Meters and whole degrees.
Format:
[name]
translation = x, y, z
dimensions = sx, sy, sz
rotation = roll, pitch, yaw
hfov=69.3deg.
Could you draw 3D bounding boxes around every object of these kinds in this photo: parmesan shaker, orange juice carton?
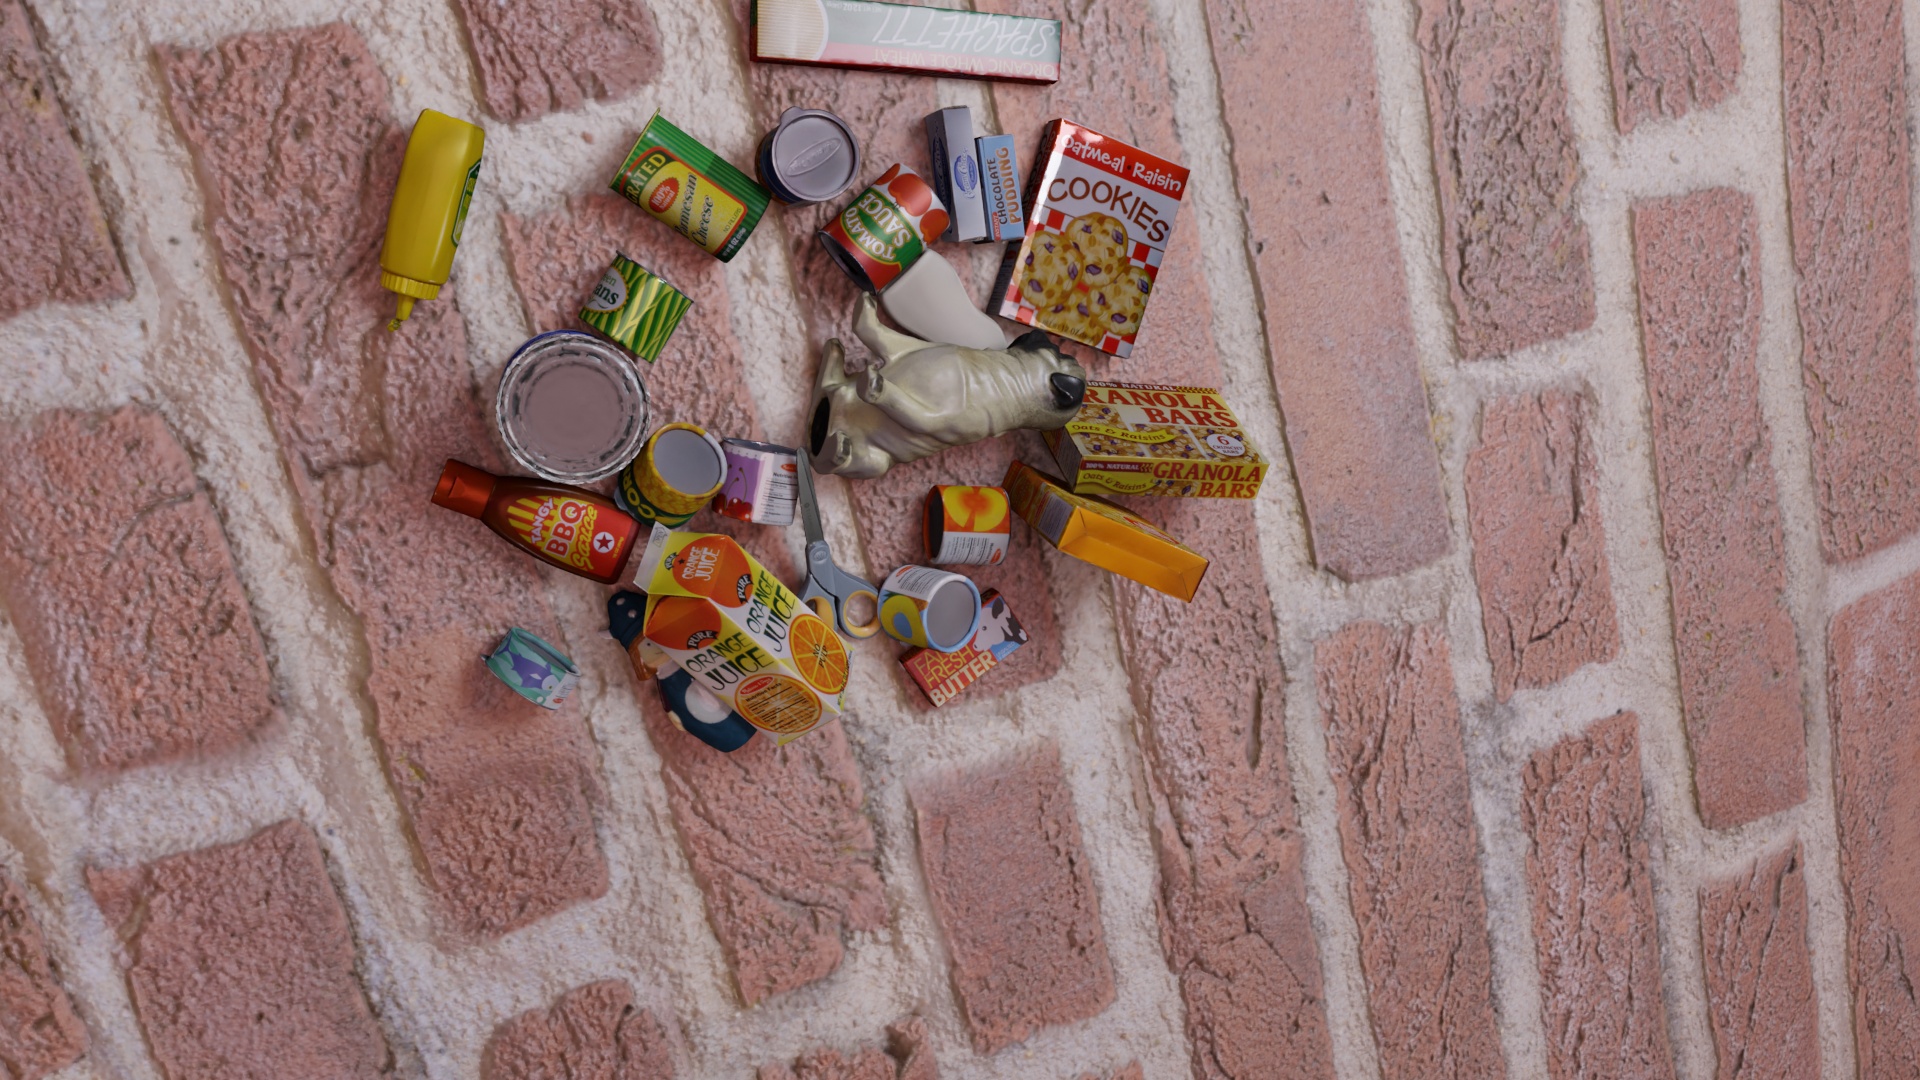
[parmesan shaker]
translation = -0.200, -0.264, 1.039
dimensions = 0.103, 0.071, 0.071
rotation = 32, 89, -20
[orange juice carton]
translation = -0.173, 0.068, 1.069
dimensions = 0.073, 0.072, 0.192
rotation = -29, 121, 28

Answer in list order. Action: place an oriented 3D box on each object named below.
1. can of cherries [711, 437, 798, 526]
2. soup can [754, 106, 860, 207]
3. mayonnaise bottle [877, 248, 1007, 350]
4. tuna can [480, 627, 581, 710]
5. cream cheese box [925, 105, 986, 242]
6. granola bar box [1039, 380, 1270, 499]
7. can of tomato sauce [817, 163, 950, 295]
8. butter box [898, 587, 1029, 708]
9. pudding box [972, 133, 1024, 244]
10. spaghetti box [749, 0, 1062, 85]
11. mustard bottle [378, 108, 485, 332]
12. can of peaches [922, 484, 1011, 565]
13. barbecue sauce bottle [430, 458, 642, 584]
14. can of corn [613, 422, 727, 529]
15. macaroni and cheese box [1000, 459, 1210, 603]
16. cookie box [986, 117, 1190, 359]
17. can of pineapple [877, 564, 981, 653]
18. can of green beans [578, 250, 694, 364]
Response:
[can of cherries]
translation = -0.161, -0.047, 1.093
dimensions = 0.071, 0.071, 0.058
rotation = 9, 98, -19
[soup can]
translation = -0.119, -0.290, 1.053
dimensions = 0.071, 0.084, 0.071
rotation = -3, 100, -17
[mayonnaise bottle]
translation = 0.002, -0.166, 1.136
dimensions = 0.065, 0.041, 0.148
rotation = -44, 110, 1
[tuna can]
translation = -0.328, 0.096, 1.062
dimensions = 0.071, 0.071, 0.033
rotation = 38, 86, -20
[cream cheese box]
translation = -0.004, -0.290, 1.106
dimensions = 0.024, 0.053, 0.103
rotation = -11, 102, -13
[granola bar box]
translation = 0.155, -0.085, 1.153
dimensions = 0.166, 0.125, 0.038
rotation = 1, 126, -18
[can of tomato sauce]
translation = -0.059, -0.244, 1.087
dimensions = 0.083, 0.071, 0.071
rotation = -44, 109, -7
[butter box]
translation = 0.003, 0.092, 1.188
dimensions = 0.104, 0.024, 0.053
rotation = -36, 108, -9
[pudding box]
translation = 0.026, -0.283, 1.119
dimensions = 0.030, 0.050, 0.083
rotation = -11, 102, -17
[spaghetti box]
translation = -0.039, -0.393, 1.091
dimensions = 0.250, 0.029, 0.050
rotation = -1, 101, -17
[mustard bottle]
translation = -0.383, -0.225, 0.994
dimensions = 0.049, 0.065, 0.160
rotation = 16, 100, -14
[can of peaches]
translation = 0.004, -0.014, 1.150
dimensions = 0.058, 0.071, 0.071
rotation = 1, 99, -17
[barbecue sauce bottle]
translation = -0.322, -0.019, 1.055
dimensions = 0.148, 0.044, 0.065
rotation = 22, 90, -19
[can of corn]
translation = -0.221, -0.049, 1.059
dimensions = 0.071, 0.058, 0.071
rotation = 17, 58, -30
[macaroni and cheese box]
translation = 0.111, -0.010, 1.129
dimensions = 0.124, 0.167, 0.040
rotation = 22, 98, -20
[cookie box]
translation = 0.106, -0.250, 1.156
dimensions = 0.123, 0.040, 0.167
rotation = 16, 95, -20
[can of pineapple]
translation = -0.025, 0.057, 1.144
dimensions = 0.071, 0.058, 0.071
rotation = -10, 105, -42
[can of green beans]
translation = -0.244, -0.174, 1.043
dimensions = 0.071, 0.071, 0.058
rotation = 33, 89, -20
